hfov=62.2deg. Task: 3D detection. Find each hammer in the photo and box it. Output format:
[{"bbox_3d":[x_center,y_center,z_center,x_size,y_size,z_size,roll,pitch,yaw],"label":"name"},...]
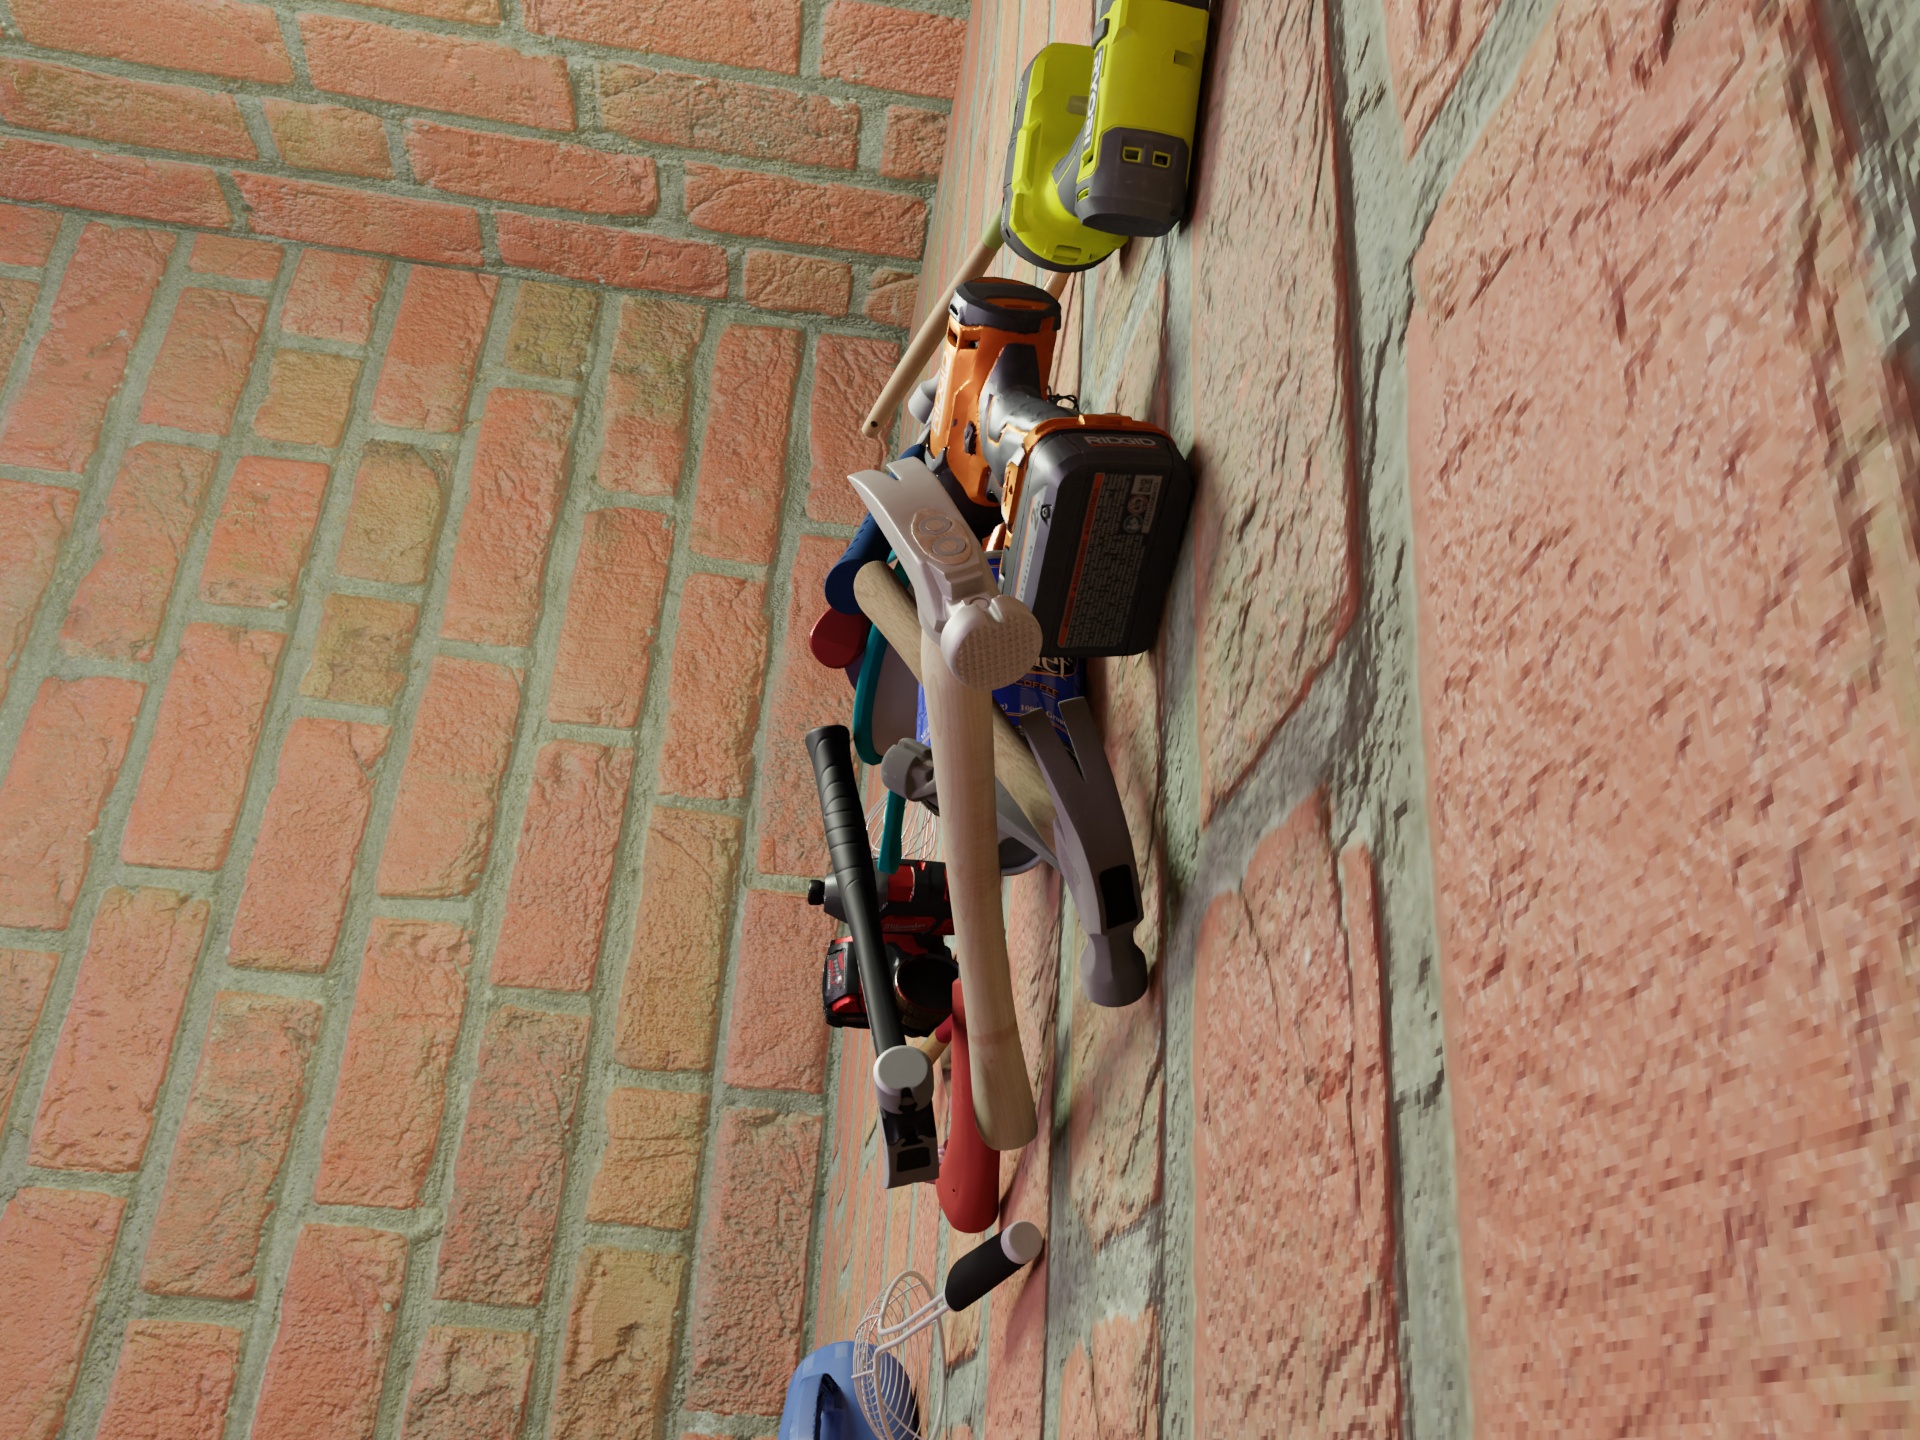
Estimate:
[{"bbox_3d":[-0.033,-0.088,1.230,0.386,0.038,0.143,-45,-27,-66],"label":"hammer"},{"bbox_3d":[-0.059,0.129,0.986,0.146,0.035,0.335,88,170,-45],"label":"hammer"},{"bbox_3d":[-0.030,-0.203,1.175,0.144,0.035,0.406,-52,12,35],"label":"hammer"},{"bbox_3d":[0.004,0.070,0.782,0.146,0.038,0.410,-120,18,-46],"label":"hammer"},{"bbox_3d":[0.009,-0.004,0.811,0.332,0.031,0.130,-127,24,-53],"label":"hammer"},{"bbox_3d":[0.018,0.183,0.940,0.037,0.149,0.358,-31,-44,-37],"label":"hammer"}]

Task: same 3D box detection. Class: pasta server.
[{"bbox_3d":[-0.010,0.286,1.251,0.060,0.040,0.316,-62,7,6],"label":"pasta server"}]

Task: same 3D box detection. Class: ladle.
[{"bbox_3d":[-0.022,0.257,1.251,0.315,0.031,0.069,119,176,-54],"label":"ladle"},{"bbox_3d":[0.011,-0.325,1.138,0.320,0.078,0.062,-51,12,39],"label":"ladle"}]

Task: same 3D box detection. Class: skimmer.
[{"bbox_3d":[0.005,0.392,1.037,0.363,0.090,0.127,122,158,-51],"label":"skimmer"}]

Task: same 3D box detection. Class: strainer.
[{"bbox_3d":[-0.002,-0.004,1.173,0.211,0.095,0.340,-56,-19,-51],"label":"strainer"}]

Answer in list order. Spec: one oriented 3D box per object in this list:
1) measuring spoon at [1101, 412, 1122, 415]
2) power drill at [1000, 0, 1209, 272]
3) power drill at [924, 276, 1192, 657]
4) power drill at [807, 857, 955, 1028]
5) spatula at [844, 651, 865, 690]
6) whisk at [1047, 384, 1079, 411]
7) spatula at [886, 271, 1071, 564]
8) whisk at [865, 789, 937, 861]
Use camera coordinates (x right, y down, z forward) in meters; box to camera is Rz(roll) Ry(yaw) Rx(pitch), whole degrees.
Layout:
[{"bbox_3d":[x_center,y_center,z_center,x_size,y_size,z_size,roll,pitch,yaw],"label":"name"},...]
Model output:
[{"bbox_3d":[0.059,-0.164,0.981,0.124,0.018,0.034,-11,64,58],"label":"measuring spoon"},{"bbox_3d":[0.086,-0.355,0.920,0.223,0.080,0.171,-151,68,-79],"label":"power drill"},{"bbox_3d":[0.037,-0.124,0.856,0.227,0.084,0.164,-116,30,-51],"label":"power drill"},{"bbox_3d":[-0.064,0.189,1.375,0.219,0.143,0.079,102,170,-55],"label":"power drill"},{"bbox_3d":[-0.031,-0.036,1.287,0.060,0.018,0.316,68,-162,7],"label":"spatula"},{"bbox_3d":[0.051,-0.187,1.187,0.239,0.055,0.055,103,172,-75],"label":"whisk"},{"bbox_3d":[0.002,-0.236,1.282,0.317,0.044,0.082,-59,6,26],"label":"spatula"},{"bbox_3d":[-0.031,0.041,1.456,0.285,0.070,0.070,-68,-7,-48],"label":"whisk"}]
